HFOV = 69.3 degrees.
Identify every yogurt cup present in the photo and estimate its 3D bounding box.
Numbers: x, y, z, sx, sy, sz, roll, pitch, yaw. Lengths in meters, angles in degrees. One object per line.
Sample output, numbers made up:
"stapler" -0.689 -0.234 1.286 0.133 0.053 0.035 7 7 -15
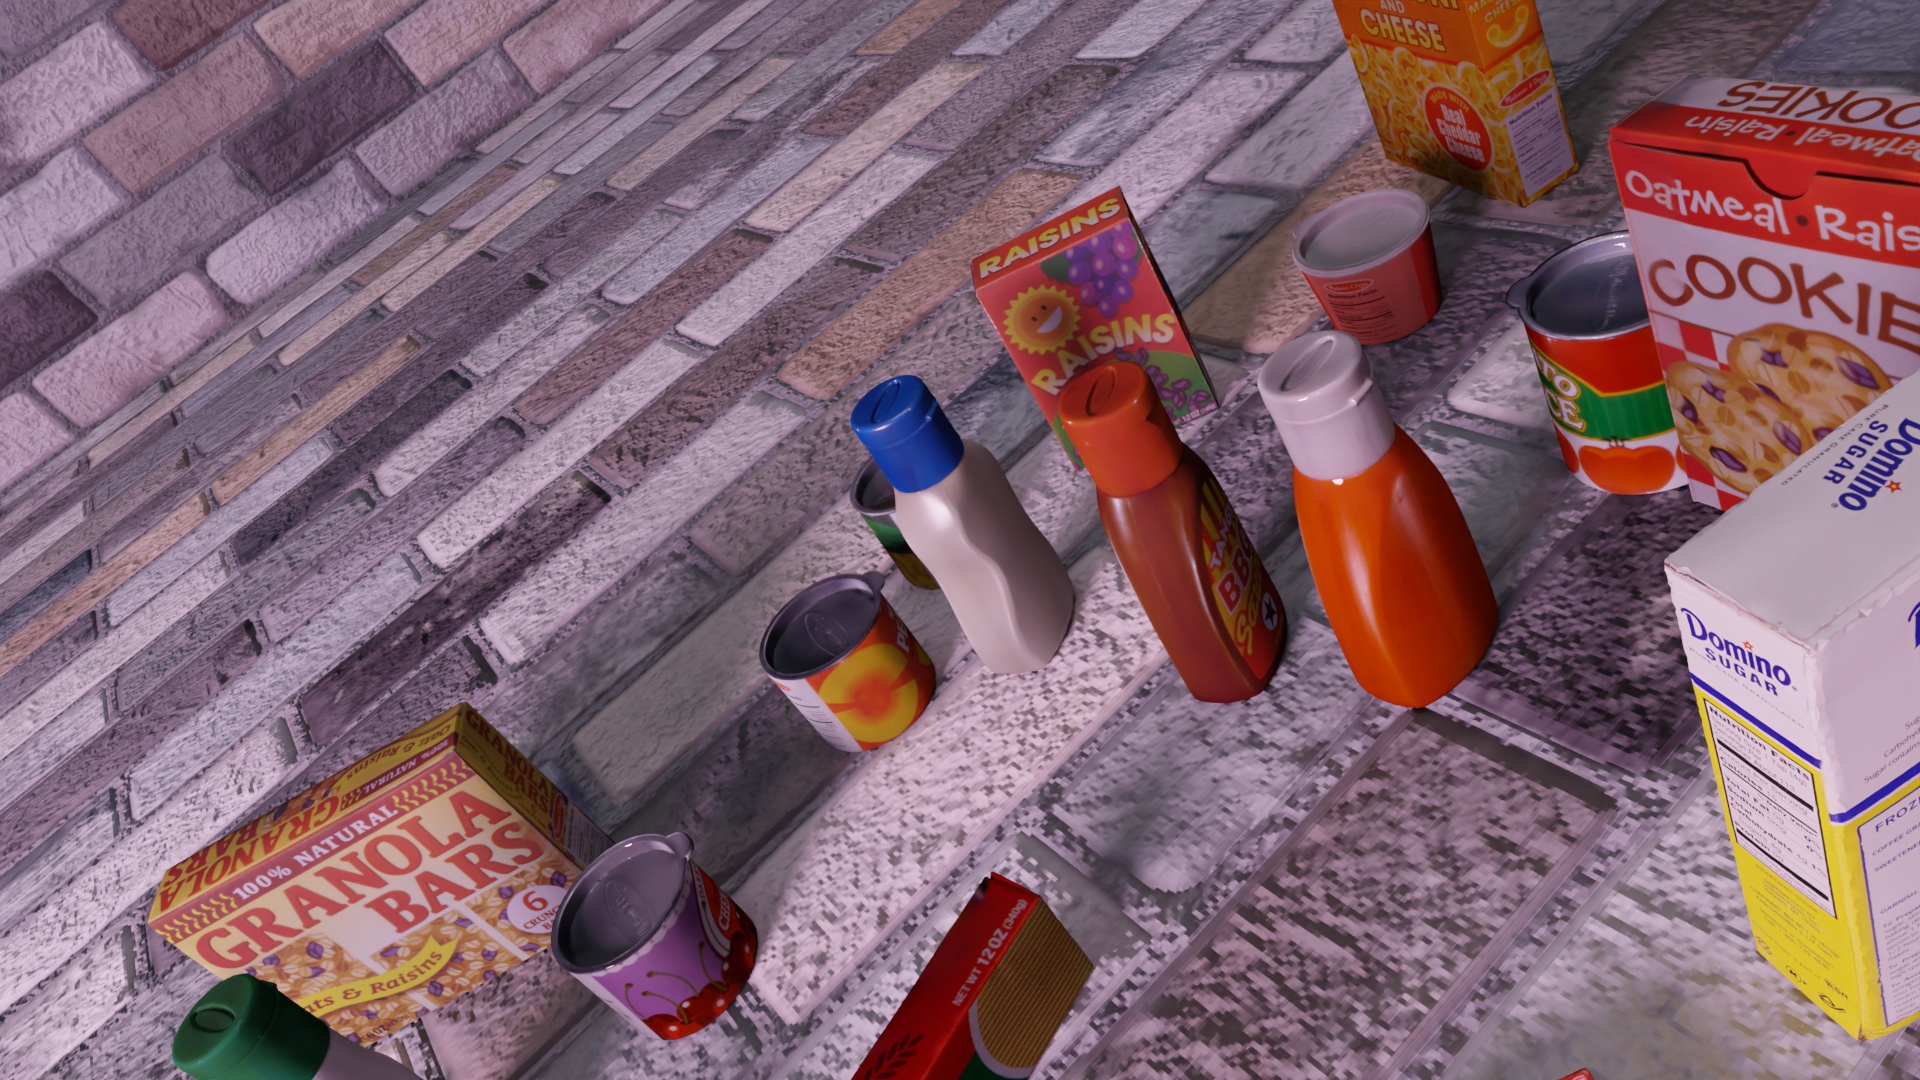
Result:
"yogurt cup" 0.208 -0.136 0.700 0.072 0.053 0.073 -22 35 17

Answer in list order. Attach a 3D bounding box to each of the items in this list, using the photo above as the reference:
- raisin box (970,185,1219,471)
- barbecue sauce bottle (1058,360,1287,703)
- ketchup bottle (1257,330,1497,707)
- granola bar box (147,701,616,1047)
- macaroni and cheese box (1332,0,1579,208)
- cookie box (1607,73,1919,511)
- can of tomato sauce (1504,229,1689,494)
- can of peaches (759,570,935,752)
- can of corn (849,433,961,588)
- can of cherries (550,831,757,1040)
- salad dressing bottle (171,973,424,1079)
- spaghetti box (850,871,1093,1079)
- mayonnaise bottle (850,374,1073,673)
"raisin box" 0.070 -0.106 0.714 0.086 0.123 0.040 -24 35 14
"barbecue sauce bottle" 0.085 -0.004 0.550 0.043 0.148 0.065 -9 41 32
"ketchup bottle" 0.150 -0.008 0.502 0.065 0.148 0.043 -47 36 -19
"granola bar box" -0.261 0.162 0.647 0.165 0.123 0.039 -30 34 6
"macaroni and cheese box" 0.250 -0.268 0.730 0.040 0.166 0.124 -35 34 -2
"cookie box" 0.285 -0.062 0.443 0.040 0.167 0.123 -39 34 -9
"can of tomato sauce" 0.261 -0.069 0.547 0.071 0.082 0.071 -22 35 17
"can of peaches" -0.051 0.057 0.666 0.071 0.058 0.071 -22 35 17
"can of corn" -0.016 -0.018 0.732 0.071 0.058 0.071 -22 35 17
"can of cherries" -0.127 0.167 0.590 0.071 0.058 0.072 -22 35 17
"salad dressing bottle" -0.230 0.218 0.530 0.064 0.147 0.044 -5 43 36
"spaghetti box" -0.038 0.226 0.451 0.028 0.050 0.251 8 51 45
"mayonnaise bottle" 0.002 -0.008 0.623 0.041 0.147 0.065 -9 41 32
